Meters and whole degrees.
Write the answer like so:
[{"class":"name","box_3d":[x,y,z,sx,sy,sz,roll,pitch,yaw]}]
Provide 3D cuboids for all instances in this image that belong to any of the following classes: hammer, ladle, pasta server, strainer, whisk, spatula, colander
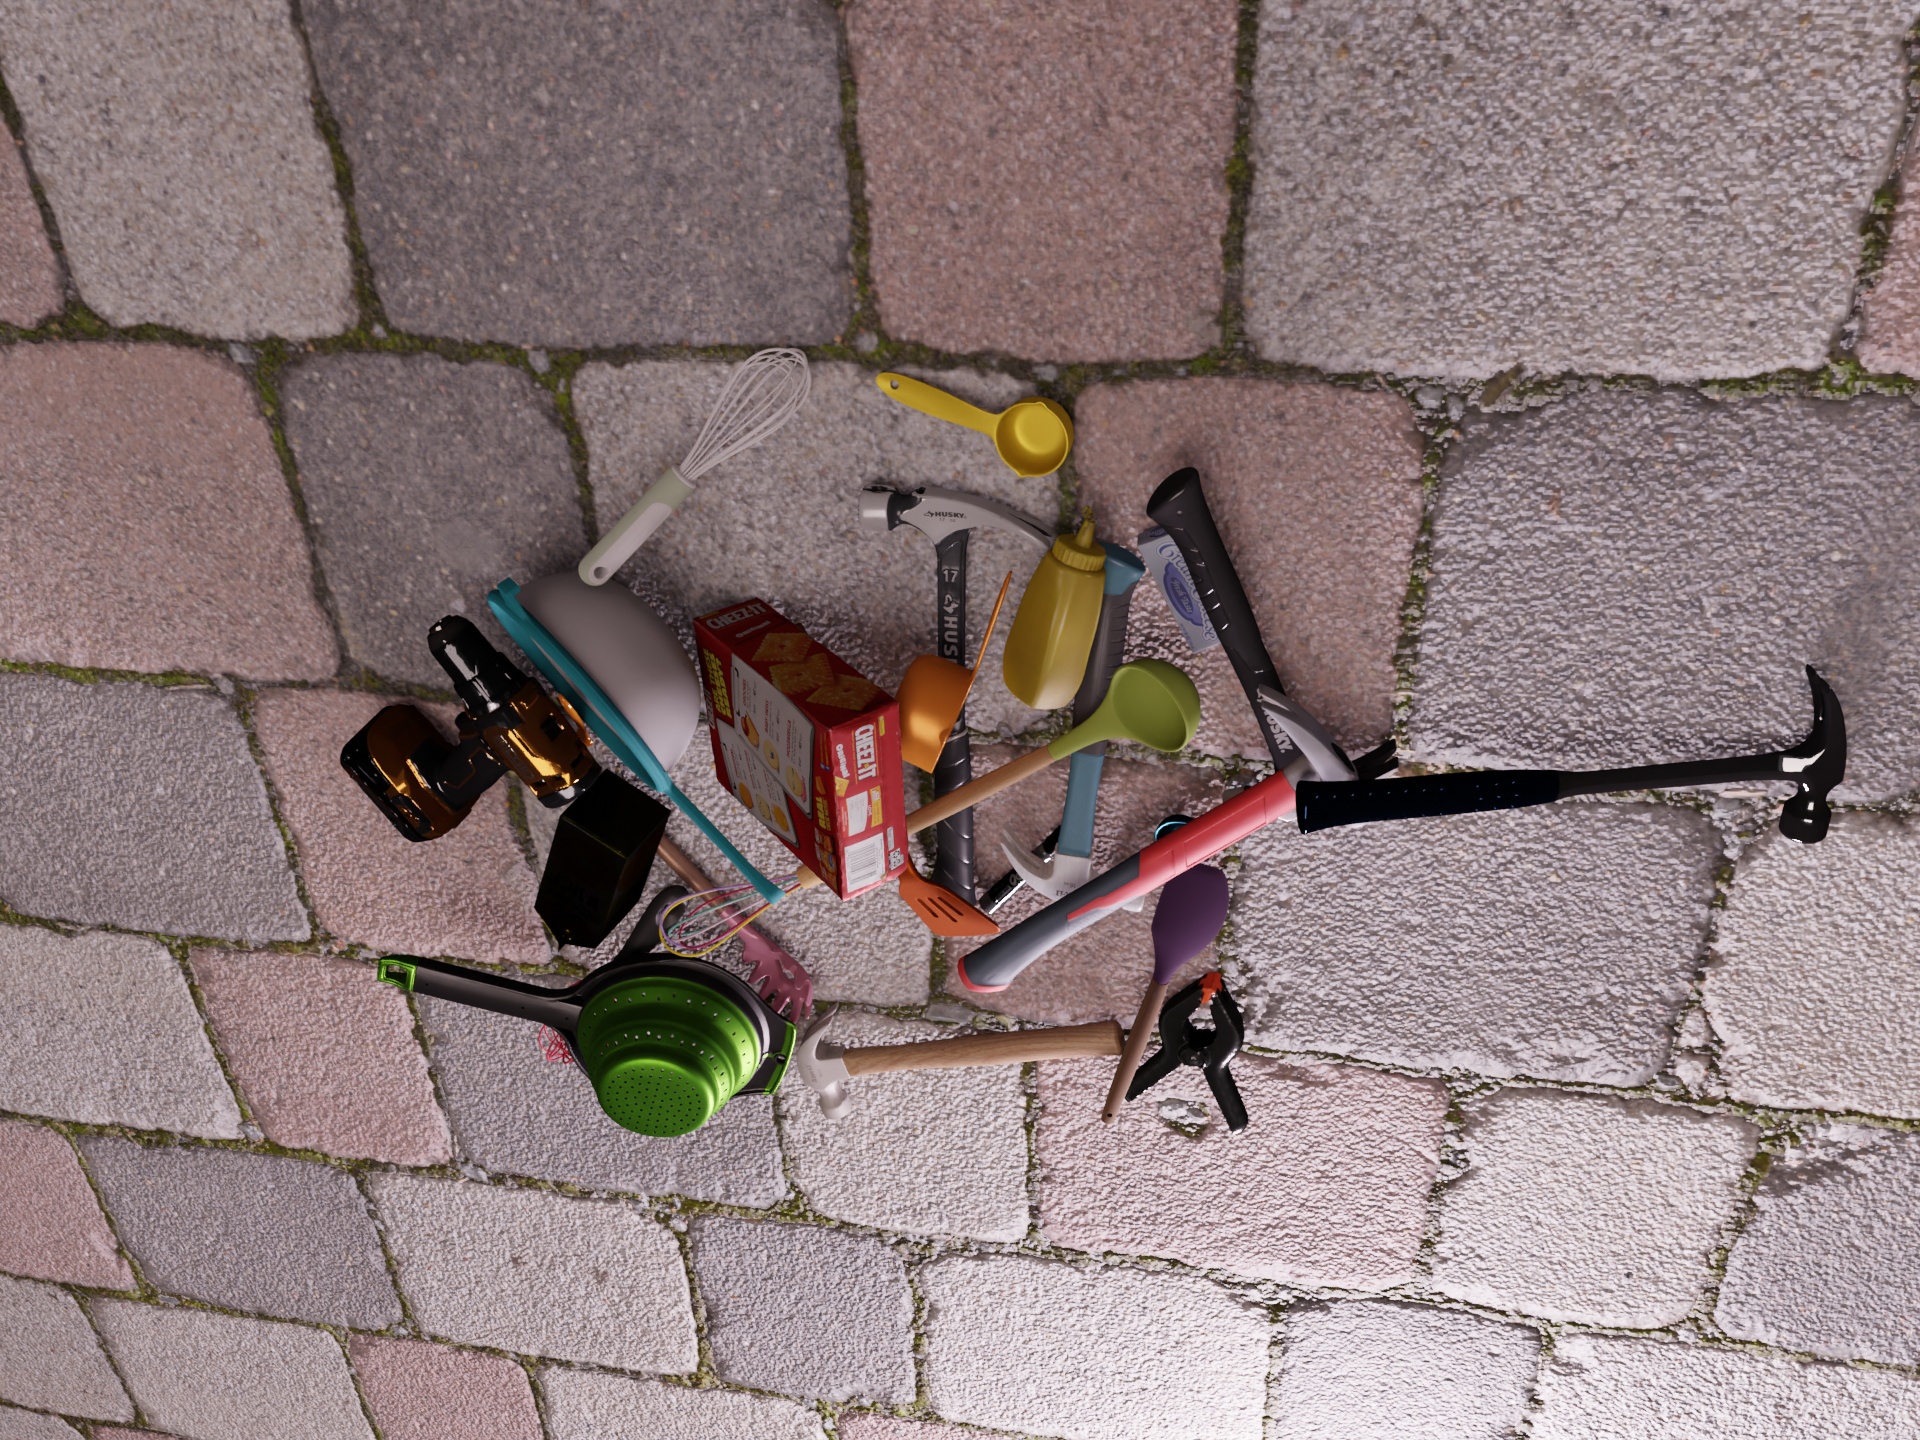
[{"class":"hammer","box_3d":[-0.005,0.319,1.538,0.331,0.031,0.130,-10,121,19]},{"class":"ladle","box_3d":[0.048,0.040,1.267,0.320,0.062,0.078,-28,99,24]},{"class":"hammer","box_3d":[-0.002,-0.004,1.322,0.149,0.036,0.408,5,124,9]},{"class":"hammer","box_3d":[0.107,0.011,1.292,0.128,0.033,0.330,8,120,4]},{"class":"pasta server","box_3d":[-0.243,0.162,1.487,0.060,0.040,0.316,-25,114,39]},{"class":"hammer","box_3d":[0.224,-0.052,1.207,0.146,0.035,0.334,-16,127,21]},{"class":"strainer","box_3d":[-0.237,-0.001,1.300,0.095,0.211,0.340,-44,97,-14]},{"class":"whisk","box_3d":[-0.161,0.154,1.434,0.245,0.047,0.051,-23,147,9]},{"class":"whisk","box_3d":[-0.203,-0.189,1.199,0.246,0.059,0.057,-43,138,14]},{"class":"spatula","box_3d":[-0.067,0.059,1.361,0.081,0.041,0.322,-11,109,43]},{"class":"colander","box_3d":[-0.358,0.303,1.490,0.397,0.095,0.204,15,124,-7]},{"class":"whisk","box_3d":[-0.333,0.247,1.541,0.073,0.073,0.295,33,125,-9]},{"class":"hammer","box_3d":[0.457,0.042,1.192,0.405,0.035,0.144,-5,121,1]},{"class":"hammer","box_3d":[0.139,0.115,1.296,0.386,0.038,0.143,-34,117,26]},{"class":"spatula","box_3d":[0.176,0.253,1.434,0.060,0.018,0.315,18,122,3]}]

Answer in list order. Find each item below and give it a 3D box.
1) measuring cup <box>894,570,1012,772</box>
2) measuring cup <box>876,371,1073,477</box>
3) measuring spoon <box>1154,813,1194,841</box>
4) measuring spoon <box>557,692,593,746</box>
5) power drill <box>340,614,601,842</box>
[{"class":"measuring cup","box_3d":[-0.012,-0.046,1.237,0.052,0.095,0.173,22,107,1]},{"class":"measuring cup","box_3d":[0.012,-0.230,1.180,0.156,0.029,0.062,24,126,12]},{"class":"measuring spoon","box_3d":[0.167,0.119,1.377,0.042,0.021,0.128,26,134,-11]},{"class":"measuring spoon","box_3d":[-0.336,0.001,1.377,0.021,0.011,0.116,45,165,11]},{"class":"power drill","box_3d":[-0.442,0.009,1.385,0.226,0.084,0.185,-17,118,35]}]
